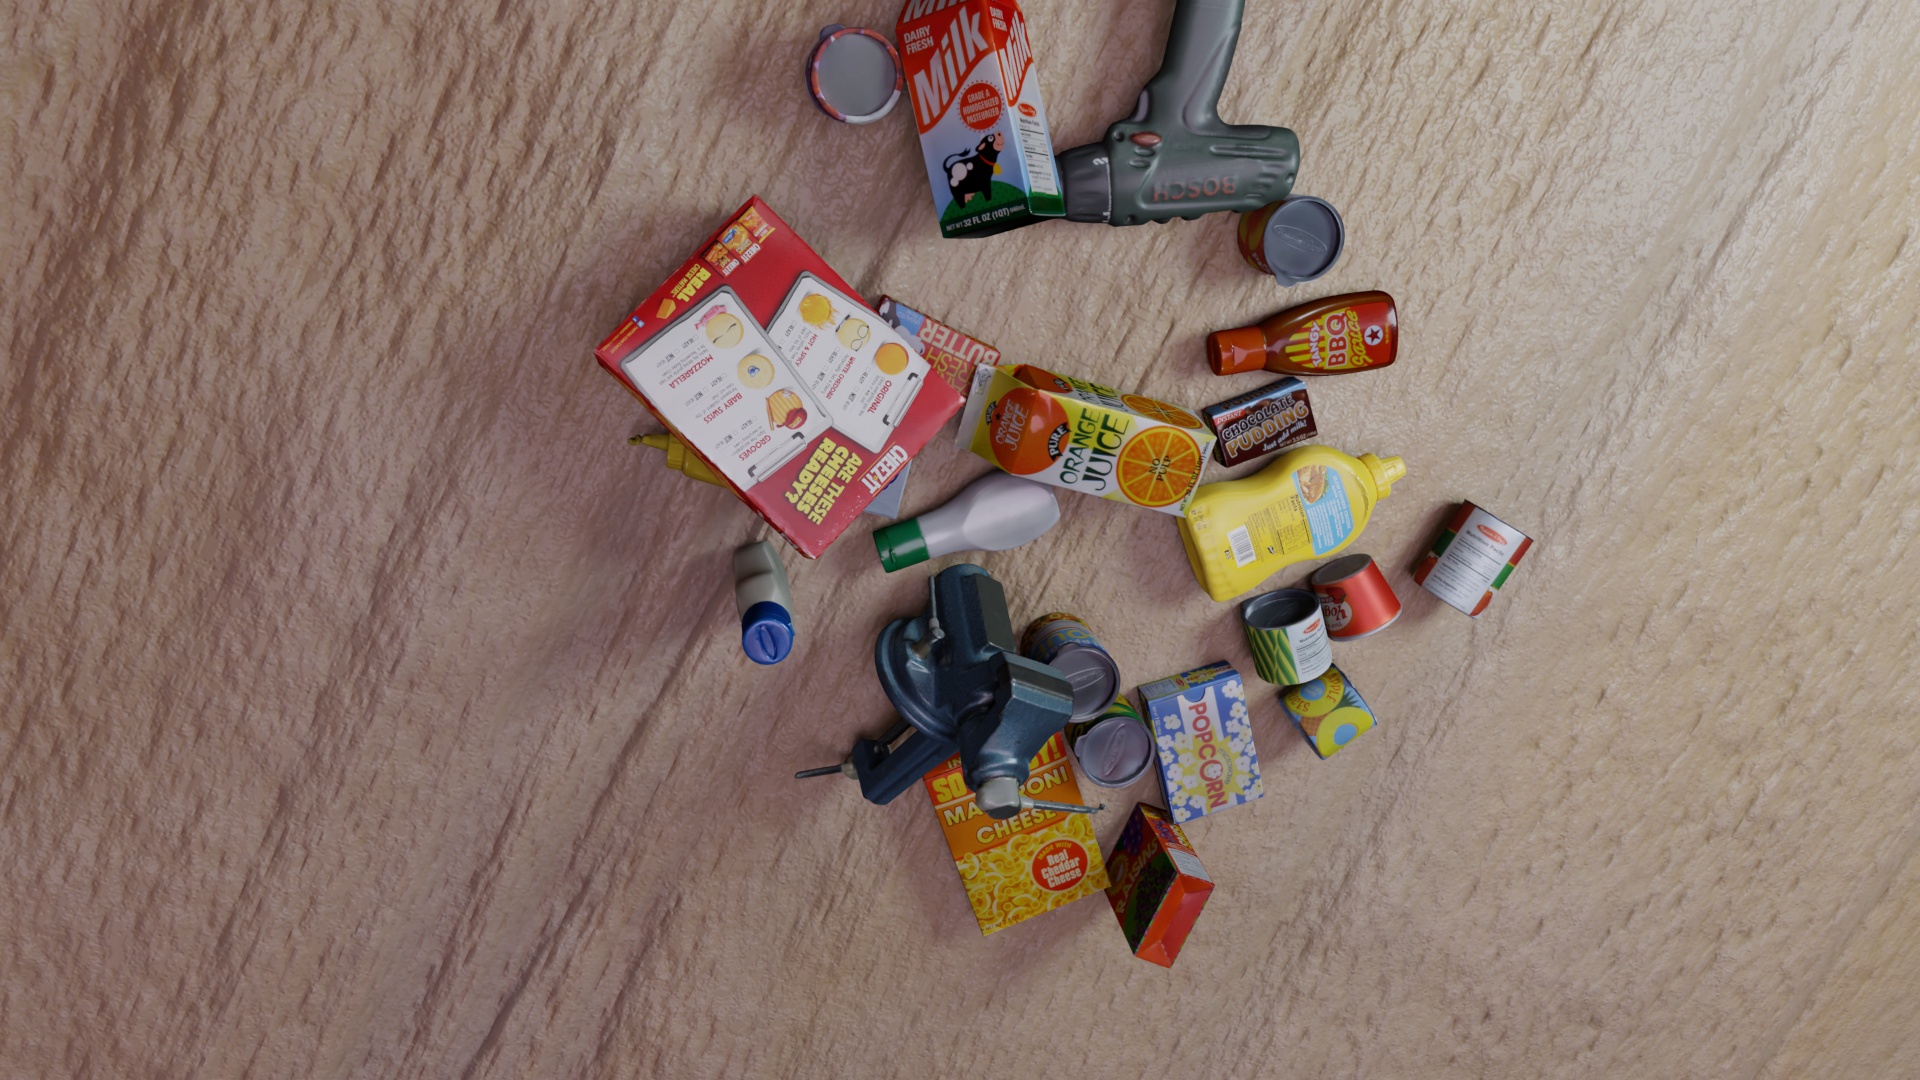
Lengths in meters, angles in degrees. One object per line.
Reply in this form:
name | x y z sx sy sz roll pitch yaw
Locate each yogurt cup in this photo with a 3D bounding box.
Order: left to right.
yogurt cup | 0.335 0.047 1.185 0.072 0.072 0.054 -27 102 -1

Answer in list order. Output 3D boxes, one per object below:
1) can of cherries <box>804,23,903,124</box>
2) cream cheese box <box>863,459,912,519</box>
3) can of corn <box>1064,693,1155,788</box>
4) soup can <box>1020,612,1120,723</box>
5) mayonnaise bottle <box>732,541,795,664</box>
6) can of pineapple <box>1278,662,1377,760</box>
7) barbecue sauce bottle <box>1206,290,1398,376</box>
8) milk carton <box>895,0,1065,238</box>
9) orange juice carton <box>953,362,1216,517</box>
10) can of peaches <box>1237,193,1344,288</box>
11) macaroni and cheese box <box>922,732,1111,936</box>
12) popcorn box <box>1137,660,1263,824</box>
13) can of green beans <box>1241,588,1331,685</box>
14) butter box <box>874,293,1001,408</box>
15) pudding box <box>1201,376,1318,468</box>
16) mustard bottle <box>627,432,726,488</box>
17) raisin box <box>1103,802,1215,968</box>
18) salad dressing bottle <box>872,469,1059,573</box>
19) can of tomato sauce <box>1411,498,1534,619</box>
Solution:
can of cherries | -0.078 -0.335 0.996 0.071 0.058 0.071 -3 108 -9
cream cheese box | -0.064 -0.072 1.098 0.053 0.024 0.103 13 104 -14
can of corn | 0.124 0.168 1.187 0.071 0.058 0.071 -3 108 -9
soup can | 0.089 0.101 1.146 0.071 0.084 0.071 -3 108 -9
mayonnaise bottle | -0.149 0.050 1.055 0.041 0.148 0.064 -18 109 -4
can of pineapple | 0.319 0.148 1.211 0.058 0.071 0.071 -35 110 2
barbecue sauce bottle | 0.275 -0.161 1.120 0.149 0.044 0.064 -9 109 -7
milk carton | 0.011 -0.316 0.987 0.072 0.074 0.190 -10 96 26
orange juice carton | 0.095 -0.083 1.095 0.193 0.073 0.071 13 111 -13
can of peaches | 0.256 -0.236 1.086 0.071 0.058 0.071 -3 108 -9
macaroni and cheese box | 0.049 0.247 1.208 0.124 0.040 0.166 -21 110 -4
popcorn box | 0.211 0.177 1.216 0.085 0.038 0.126 -16 109 -4
can of green beans | 0.278 0.082 1.183 0.071 0.071 0.057 -20 112 -3
butter box | -0.025 -0.146 1.082 0.103 0.024 0.053 23 102 -16
pudding box | 0.246 -0.098 1.142 0.084 0.030 0.049 -20 108 -4
mustard bottle | -0.173 -0.069 1.066 0.160 0.049 0.065 8 97 -11
raisin box | 0.168 0.294 1.199 0.040 0.124 0.086 21 103 -15
salad dressing bottle | 0.004 -0.014 1.118 0.148 0.044 0.064 -19 111 -3
can of tomato sauce | 0.439 0.016 1.193 0.071 0.071 0.083 28 101 -17
